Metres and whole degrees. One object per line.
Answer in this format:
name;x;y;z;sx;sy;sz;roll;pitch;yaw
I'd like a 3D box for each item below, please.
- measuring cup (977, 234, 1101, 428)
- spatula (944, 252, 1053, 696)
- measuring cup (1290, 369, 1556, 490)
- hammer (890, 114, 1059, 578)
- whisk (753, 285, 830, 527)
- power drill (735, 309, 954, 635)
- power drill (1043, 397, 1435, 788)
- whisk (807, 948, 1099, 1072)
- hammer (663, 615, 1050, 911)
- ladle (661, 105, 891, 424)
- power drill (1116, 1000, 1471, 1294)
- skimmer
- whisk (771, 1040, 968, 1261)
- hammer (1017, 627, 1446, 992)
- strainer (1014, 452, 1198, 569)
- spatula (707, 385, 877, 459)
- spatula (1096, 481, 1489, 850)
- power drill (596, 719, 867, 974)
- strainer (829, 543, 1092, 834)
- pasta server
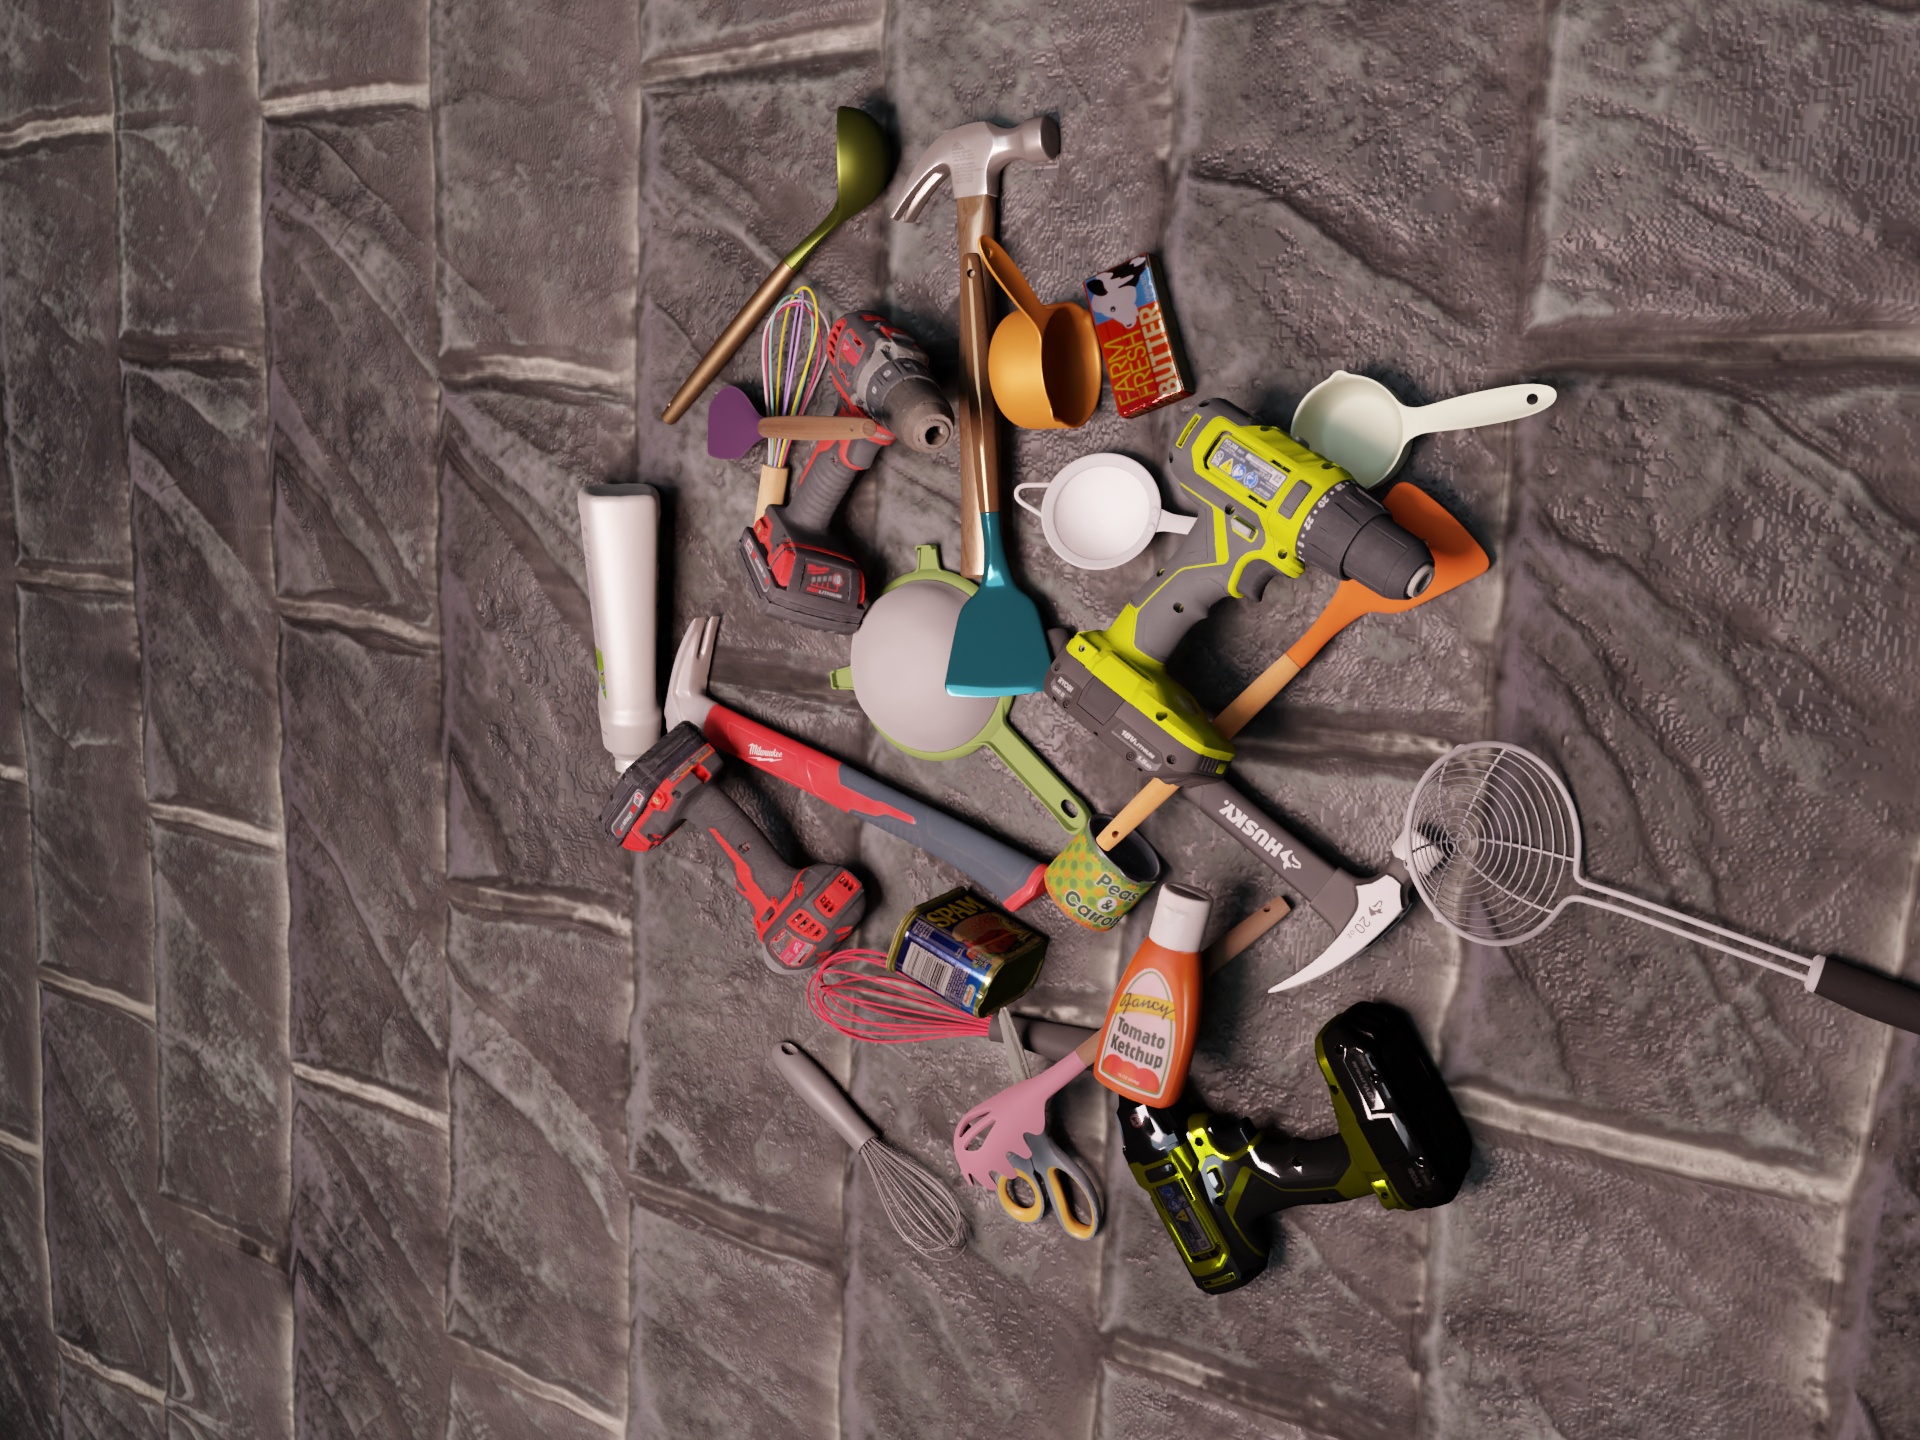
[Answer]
measuring cup;0.037;-0.270;1.098;0.052;0.173;0.095;2;63;35
spatula;0.019;-0.177;1.154;0.082;0.044;0.317;-3;99;12
measuring cup;0.297;-0.191;1.019;0.167;0.038;0.083;-7;93;30
hammer;0.011;-0.272;1.187;0.130;0.031;0.331;3;98;31
whisk;-0.145;-0.226;1.284;0.047;0.051;0.245;19;109;23
power drill;-0.080;-0.177;1.185;0.226;0.080;0.188;-64;32;23
power drill;0.176;-0.072;1.029;0.191;0.080;0.228;41;106;30
whisk;0.009;0.233;1.239;0.296;0.073;0.073;9;101;25
hammer;-0.087;0.041;1.277;0.386;0.038;0.143;24;109;29
ladle;-0.160;-0.353;1.270;0.320;0.062;0.078;-42;31;33
power drill;0.219;0.288;1.103;0.223;0.080;0.171;-31;84;33
skimmer;0.443;0.119;0.937;0.363;0.090;0.127;21;75;26
whisk;-0.080;0.352;1.316;0.239;0.055;0.055;42;116;25
hammer;0.163;0.046;1.123;0.335;0.035;0.146;41;101;24
strainer;0.162;-0.133;1.108;0.258;0.050;0.087;12;82;24
spatula;-0.138;-0.225;1.210;0.316;0.018;0.059;20;109;59
spatula;0.207;-0.022;1.069;0.081;0.041;0.322;43;105;-5
power drill;-0.186;0.118;1.309;0.219;0.078;0.143;42;138;2
strainer;-0.002;-0.004;1.207;0.256;0.069;0.151;47;117;20
pasta server;0.113;0.230;1.147;0.316;0.040;0.060;-40;44;10
